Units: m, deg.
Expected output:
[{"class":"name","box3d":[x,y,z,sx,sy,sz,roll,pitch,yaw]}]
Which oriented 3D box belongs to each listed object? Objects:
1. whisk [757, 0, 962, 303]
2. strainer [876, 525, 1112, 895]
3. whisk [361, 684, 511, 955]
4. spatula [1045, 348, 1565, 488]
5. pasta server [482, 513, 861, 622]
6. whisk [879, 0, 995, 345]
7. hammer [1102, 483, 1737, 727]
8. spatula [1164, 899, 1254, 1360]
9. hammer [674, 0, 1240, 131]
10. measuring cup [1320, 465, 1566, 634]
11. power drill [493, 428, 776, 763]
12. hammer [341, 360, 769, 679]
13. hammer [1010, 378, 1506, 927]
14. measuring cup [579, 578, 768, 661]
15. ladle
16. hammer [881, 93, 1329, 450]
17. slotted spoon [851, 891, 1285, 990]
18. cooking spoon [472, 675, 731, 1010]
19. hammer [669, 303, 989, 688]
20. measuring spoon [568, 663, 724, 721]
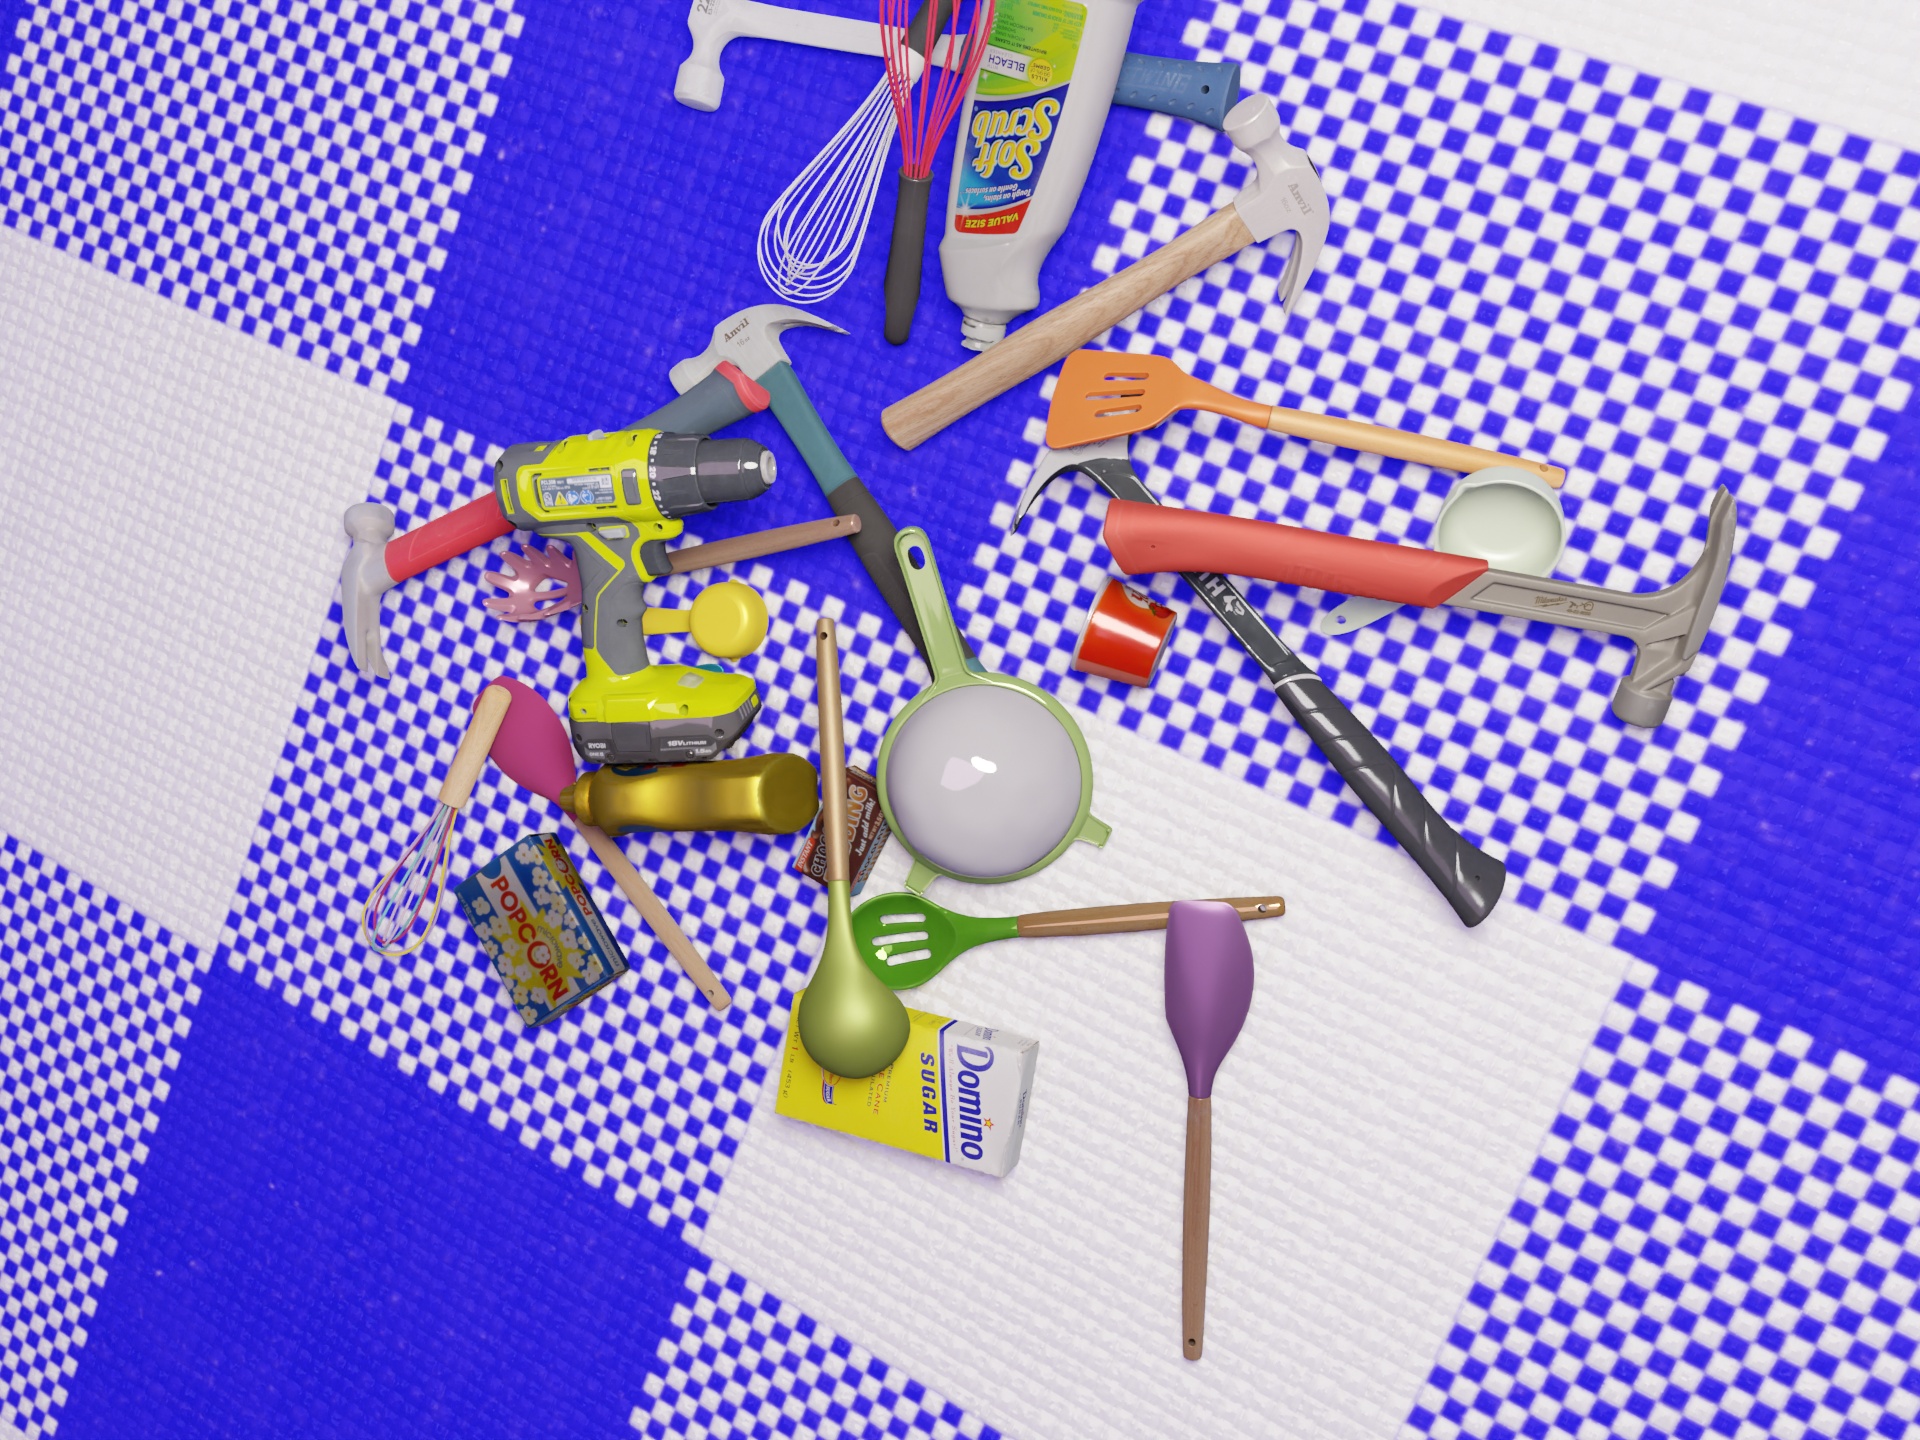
[{"class":"whisk","box3d":[-0.051,-0.411,1.070,0.070,0.070,0.284,32,97,15]},{"class":"strainer","box3d":[-0.002,-0.003,1.062,0.151,0.069,0.256,-15,100,10]},{"class":"whisk","box3d":[-0.411,0.081,1.244,0.047,0.051,0.245,33,104,22]},{"class":"spatula","box3d":[0.217,-0.182,1.007,0.322,0.041,0.081,13,65,3]},{"class":"pasta server","box3d":[-0.215,-0.117,1.163,0.316,0.040,0.060,-8,73,26]},{"class":"whisk","box3d":[-0.026,-0.373,1.028,0.073,0.073,0.295,27,137,16]},{"class":"hammer","box3d":[0.266,-0.097,0.958,0.359,0.037,0.149,11,117,6]},{"class":"spatula","box3d":[0.162,0.277,1.068,0.060,0.018,0.316,3,96,13]},{"class":"hammer","box3d":[-0.006,-0.468,1.097,0.405,0.035,0.144,17,97,18]},{"class":"measuring cup","box3d":[0.301,-0.101,1.007,0.167,0.038,0.083,-30,107,35]},{"class":"power drill","box3d":[-0.210,-0.091,1.110,0.190,0.080,0.228,-2,110,13]},{"class":"hammer","box3d":[-0.307,-0.156,1.175,0.386,0.038,0.143,-20,67,22]},{"class":"hammer","box3d":[0.198,-0.036,1.013,0.149,0.036,0.409,-37,82,-17]},{"class":"measuring cup","box3d":[-0.220,-0.075,1.185,0.156,0.029,0.062,1,92,16]},{"class":"ladle","box3d":[-0.082,0.087,1.109,0.078,0.062,0.320,-7,78,13]},{"class":"hammer","box3d":[0.088,-0.267,1.047,0.331,0.129,0.031,-26,39,26]},{"class":"slotted spoon","box3d":[0.066,0.142,1.099,0.314,0.031,0.070,-7,90,17]},{"class":"cooking spoon","box3d":[-0.275,0.094,1.217,0.068,0.017,0.319,-44,78,15]},{"class":"hammer","box3d":[-0.078,-0.154,1.134,0.128,0.033,0.331,-35,81,18]},{"class":"measuring spoon","box3d":[-0.235,-0.017,1.205,0.128,0.021,0.042,-20,93,9]}]
